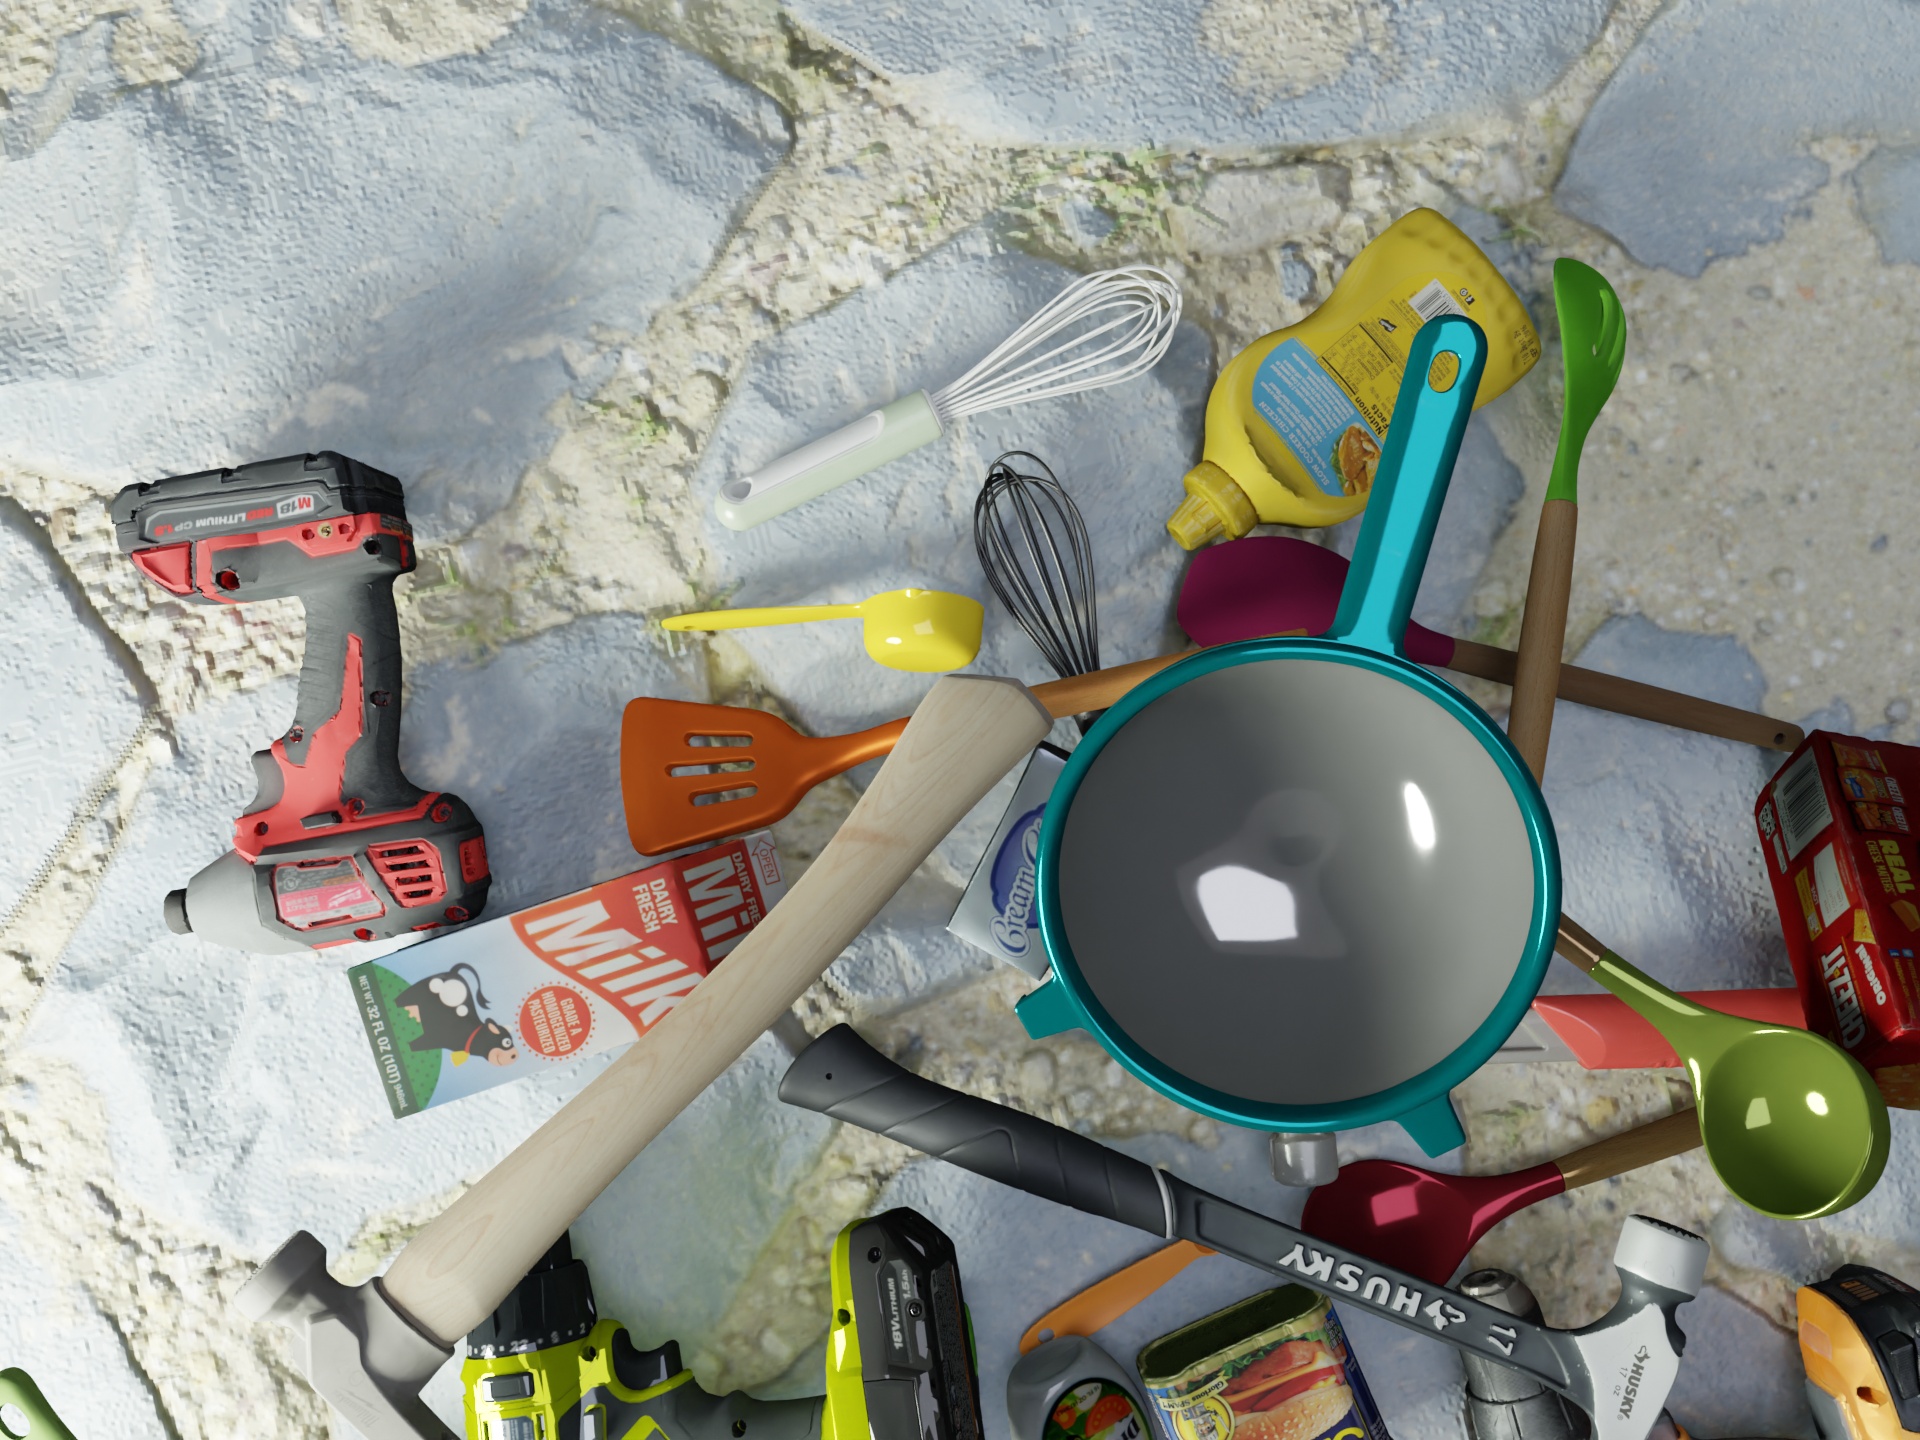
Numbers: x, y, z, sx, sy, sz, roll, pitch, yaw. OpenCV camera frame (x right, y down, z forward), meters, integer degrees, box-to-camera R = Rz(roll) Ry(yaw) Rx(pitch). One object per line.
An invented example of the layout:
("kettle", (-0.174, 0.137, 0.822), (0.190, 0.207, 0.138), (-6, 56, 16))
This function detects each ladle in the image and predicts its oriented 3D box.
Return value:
("ladle", (0.312, 0.210, 0.768), (0.315, 0.031, 0.069), (-17, 65, -5))
("ladle", (0.258, 0.093, 0.708), (0.320, 0.062, 0.078), (40, 118, 20))

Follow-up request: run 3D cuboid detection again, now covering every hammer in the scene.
("hammer", (0.109, 0.229, 0.715), (0.409, 0.036, 0.149), (18, 84, 11))
("hammer", (0.320, 0.138, 0.755), (0.359, 0.036, 0.149), (-2, 86, -1))
("hammer", (-0.105, 0.142, 0.678), (0.146, 0.038, 0.410), (45, 85, -3))

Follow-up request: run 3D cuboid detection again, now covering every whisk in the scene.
("whisk", (-0.006, -0.151, 0.760), (0.246, 0.059, 0.058), (-26, 51, 1))
("whisk", (0.064, -0.015, 0.758), (0.055, 0.055, 0.239), (-23, 93, -3))

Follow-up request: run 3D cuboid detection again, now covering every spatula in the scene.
("spatula", (-0.001, -0.002, 0.731), (0.322, 0.041, 0.081), (-13, 68, 13))

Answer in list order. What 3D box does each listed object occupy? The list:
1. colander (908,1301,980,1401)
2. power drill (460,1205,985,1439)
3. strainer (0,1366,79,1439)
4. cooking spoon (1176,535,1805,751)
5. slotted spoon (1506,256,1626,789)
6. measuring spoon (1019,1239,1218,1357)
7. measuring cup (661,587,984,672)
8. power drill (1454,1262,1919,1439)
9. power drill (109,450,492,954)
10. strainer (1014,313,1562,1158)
("colander", (0.002, 0.472, 0.714), (0.204, 0.094, 0.397), (-4, 88, -2))
("power drill", (-0.115, 0.288, 0.712), (0.228, 0.080, 0.191), (-11, 79, 9))
("strainer", (-0.340, 0.384, 0.717), (0.151, 0.069, 0.256), (-41, 89, -1))
("cooking spoon", (0.260, -0.027, 0.768), (0.319, 0.017, 0.068), (13, 110, -6))
("slotted spoon", (0.275, -0.074, 0.734), (0.031, 0.070, 0.314), (1, 71, 40))
("measuring spoon", (0.078, 0.273, 0.768), (0.117, 0.011, 0.021), (-32, 100, 1))
("measuring cup", (-0.066, -0.038, 0.752), (0.156, 0.062, 0.029), (-2, 77, 8))
("power drill", (0.349, 0.325, 0.743), (0.226, 0.084, 0.185), (-18, 87, 2))
("power drill", (-0.307, -0.003, 0.730), (0.143, 0.078, 0.219), (-11, 91, -2))
("strainer", (0.156, 0.001, 0.674), (0.211, 0.095, 0.340), (15, 103, 8))
